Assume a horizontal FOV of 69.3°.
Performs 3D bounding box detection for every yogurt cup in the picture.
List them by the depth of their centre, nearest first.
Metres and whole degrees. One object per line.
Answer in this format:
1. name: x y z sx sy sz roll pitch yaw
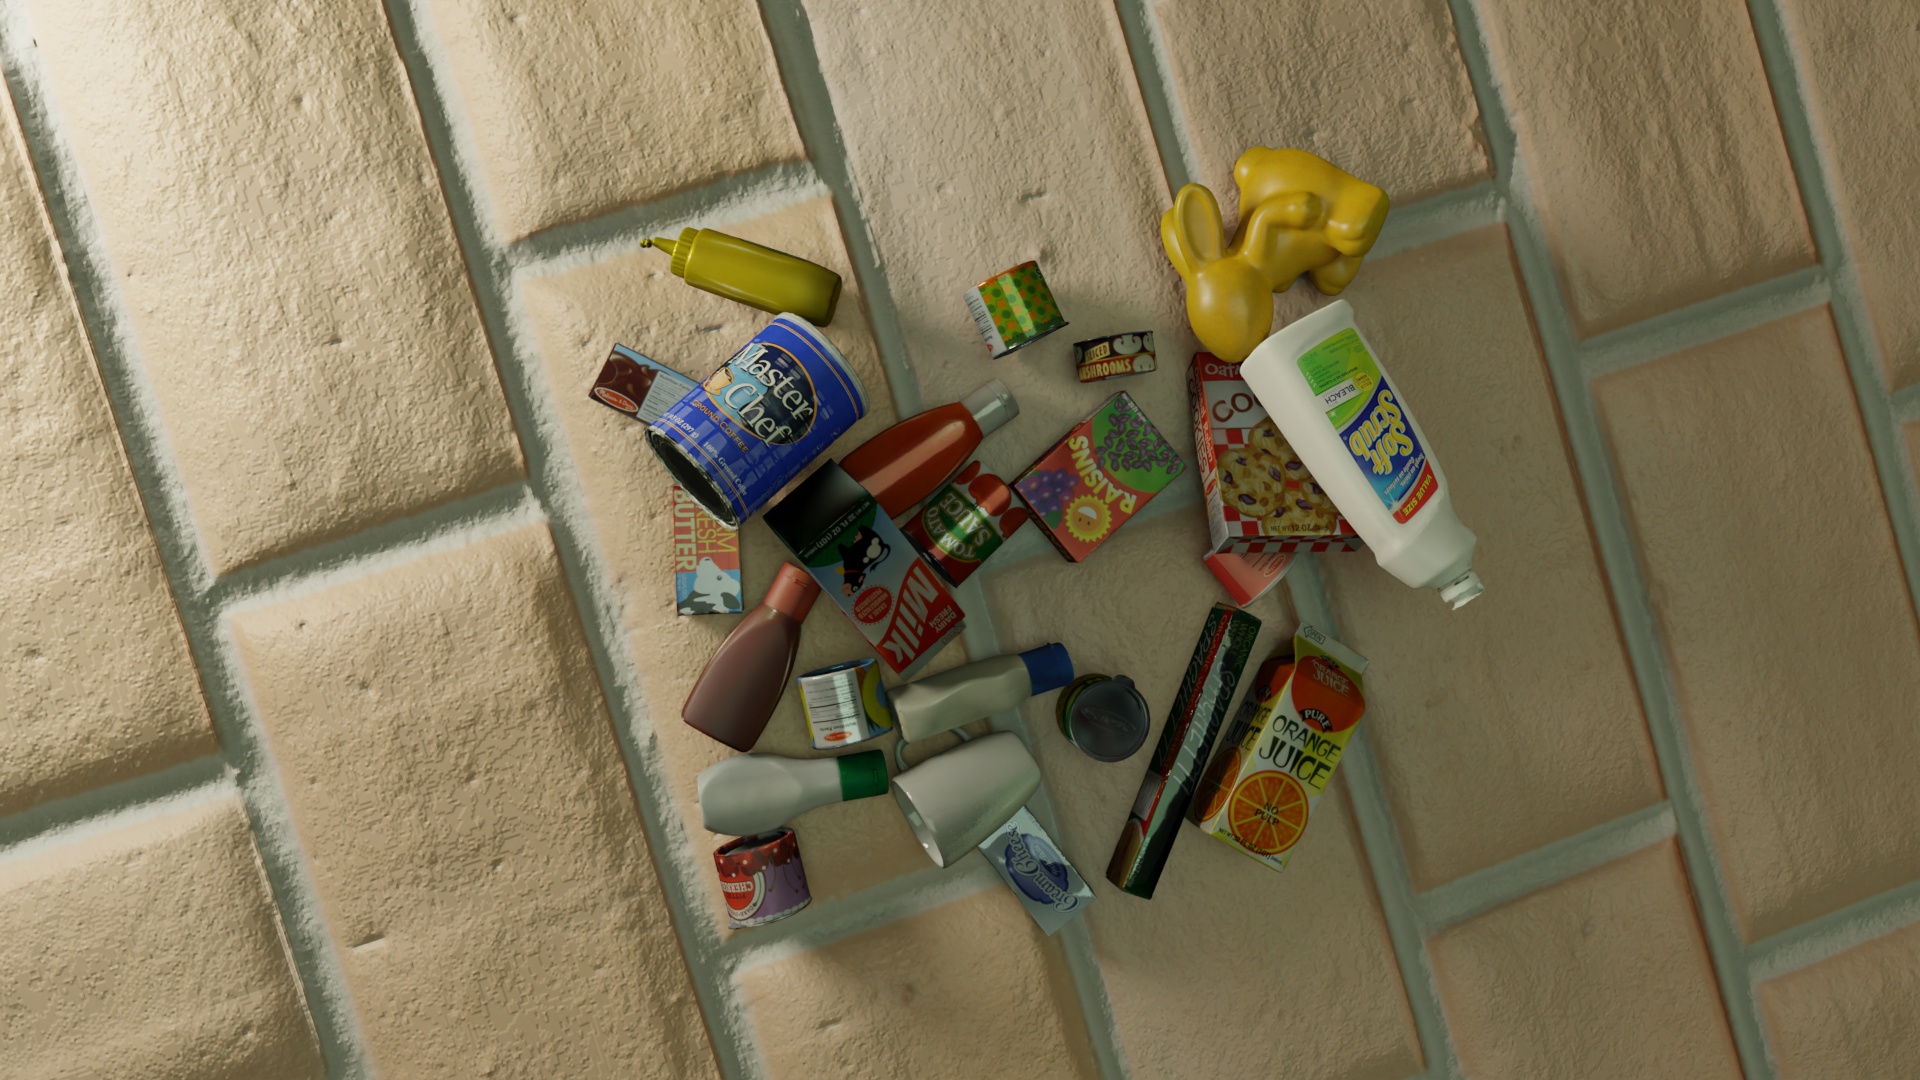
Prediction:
1. yogurt cup: 0.239 0.015 1.151 0.054 0.072 0.072 44 84 2

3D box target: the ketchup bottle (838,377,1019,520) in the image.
1. ketchup bottle: -0.022 -0.077 1.121 0.149 0.043 0.064 -34 97 -7

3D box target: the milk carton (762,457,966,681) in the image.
1. milk carton: -0.063 0.033 1.078 0.072 0.073 0.190 -41 128 -7

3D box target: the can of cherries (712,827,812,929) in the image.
1. can of cherries: -0.157 0.263 1.086 0.071 0.071 0.058 -14 92 -8

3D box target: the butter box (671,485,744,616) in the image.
1. butter box: -0.201 0.007 1.103 0.053 0.024 0.103 -3 91 -9

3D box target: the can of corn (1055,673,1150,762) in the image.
1. can of corn: 0.116 0.141 1.134 0.071 0.058 0.071 0 90 -8

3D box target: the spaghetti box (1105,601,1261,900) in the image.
1. spaghetti box: 0.184 0.172 1.149 0.029 0.050 0.250 23 86 -10

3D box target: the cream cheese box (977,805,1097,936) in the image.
1. cream cheese box: 0.060 0.269 1.143 0.053 0.024 0.103 -38 95 -5

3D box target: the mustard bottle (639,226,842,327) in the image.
1. mustard bottle: -0.174 -0.212 1.089 0.160 0.065 0.049 18 92 -4

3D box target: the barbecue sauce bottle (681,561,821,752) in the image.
1. barbecue sauce bottle: -0.159 0.089 1.100 0.065 0.043 0.148 30 85 -9

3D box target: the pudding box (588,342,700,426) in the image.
1. pudding box: -0.243 -0.116 1.094 0.084 0.030 0.049 26 87 -8

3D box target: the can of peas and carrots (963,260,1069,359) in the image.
1. can of peas and carrots: 0.046 -0.187 1.120 0.071 0.071 0.058 -26 94 -8

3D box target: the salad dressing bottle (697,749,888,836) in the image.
1. salad dressing bottle: -0.132 0.196 1.104 0.148 0.044 0.064 -8 90 -10

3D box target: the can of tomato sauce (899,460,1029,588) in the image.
1. can of tomato sauce: 0.004 -0.014 1.111 0.083 0.071 0.071 -43 96 -6

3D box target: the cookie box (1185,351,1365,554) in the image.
1. cookie box: 0.259 -0.074 1.136 0.123 0.040 0.168 -1 67 -9

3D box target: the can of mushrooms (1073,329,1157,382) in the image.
1. can of mushrooms: 0.125 -0.149 1.130 0.071 0.071 0.033 -9 93 -8

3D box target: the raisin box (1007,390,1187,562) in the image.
1. raisin box: 0.111 -0.052 1.144 0.123 0.040 0.086 -41 96 -8

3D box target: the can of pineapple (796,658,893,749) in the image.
1. can of pineapple: -0.091 0.129 1.100 0.071 0.071 0.058 -13 92 -8

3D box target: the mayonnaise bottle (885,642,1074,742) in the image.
1. mayonnaise bottle: 0.017 0.120 1.119 0.148 0.065 0.041 -16 104 -12

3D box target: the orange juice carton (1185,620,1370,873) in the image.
1. orange juice carton: 0.268 0.167 1.150 0.072 0.073 0.193 29 85 -8
